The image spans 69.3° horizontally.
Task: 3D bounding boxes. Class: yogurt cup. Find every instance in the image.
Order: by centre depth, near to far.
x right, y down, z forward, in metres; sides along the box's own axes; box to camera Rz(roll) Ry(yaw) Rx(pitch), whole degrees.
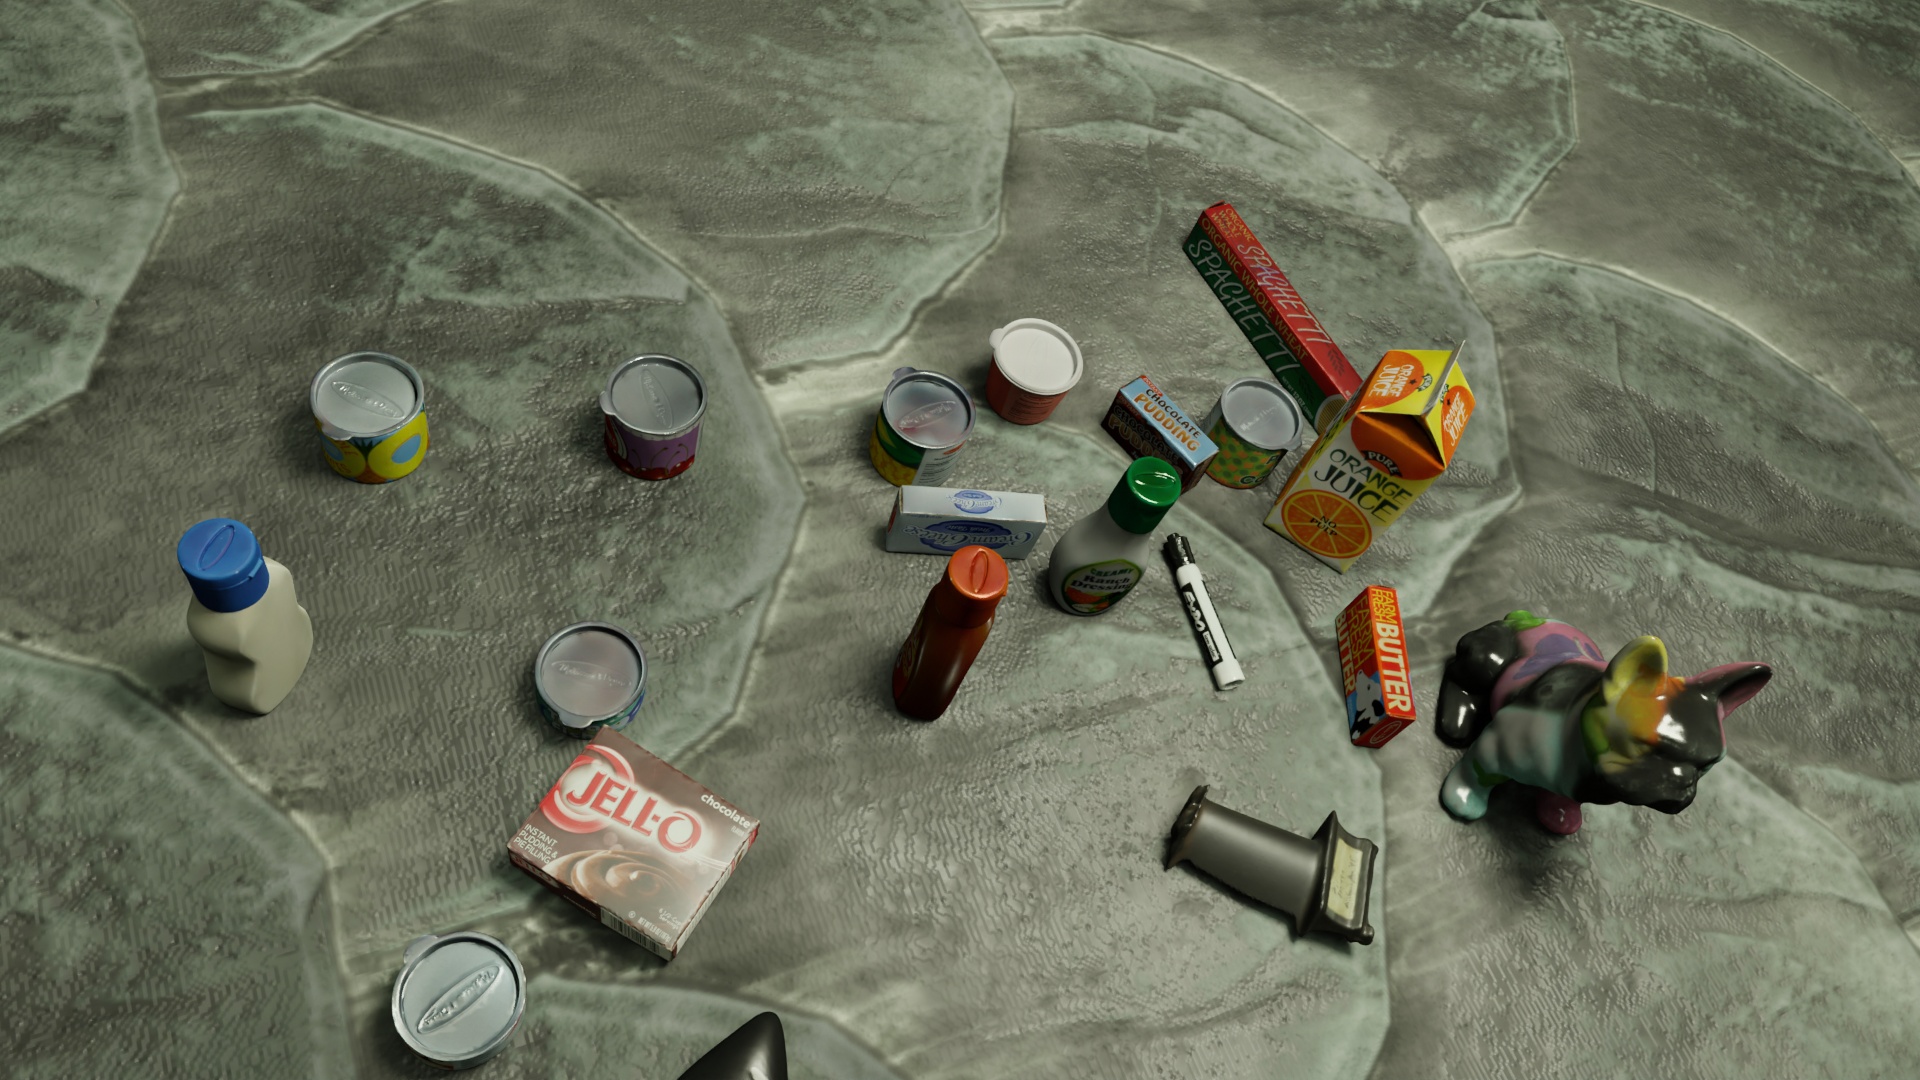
[{"bbox_3d":[0.051,-0.123,1.035,0.072,0.053,0.073,7,58,-12],"label":"yogurt cup"}]

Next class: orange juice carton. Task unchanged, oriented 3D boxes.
[{"bbox_3d":[0.297,-0.063,0.986,0.073,0.191,0.072,33,57,5],"label":"orange juice carton"}]

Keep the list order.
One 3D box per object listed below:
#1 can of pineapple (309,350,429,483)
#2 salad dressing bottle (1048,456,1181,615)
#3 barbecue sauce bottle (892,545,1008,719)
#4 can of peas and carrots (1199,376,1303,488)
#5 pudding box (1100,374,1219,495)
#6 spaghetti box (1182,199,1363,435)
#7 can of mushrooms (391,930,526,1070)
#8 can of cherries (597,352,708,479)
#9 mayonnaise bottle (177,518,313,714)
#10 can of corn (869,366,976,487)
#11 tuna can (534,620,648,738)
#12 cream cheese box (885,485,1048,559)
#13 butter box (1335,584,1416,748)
[{"bbox_3d":[-0.376,-0.077,0.882,0.071,0.057,0.071,7,58,-12],"label":"can of pineapple"},{"bbox_3d":[0.102,-0.002,0.920,0.064,0.147,0.044,4,59,-14],"label":"salad dressing bottle"},{"bbox_3d":[-0.006,0.054,0.855,0.044,0.147,0.065,16,57,-6],"label":"barbecue sauce bottle"},{"bbox_3d":[0.219,-0.080,1.054,0.071,0.058,0.071,7,58,-12],"label":"can of peas and carrots"},{"bbox_3d":[0.149,-0.078,1.038,0.030,0.049,0.084,-33,73,-30],"label":"pudding box"},{"bbox_3d":[0.263,-0.168,1.125,0.029,0.050,0.250,-20,67,-26],"label":"spaghetti box"},{"bbox_3d":[-0.266,0.242,0.736,0.071,0.033,0.071,7,58,-12],"label":"can of mushrooms"},{"bbox_3d":[-0.208,-0.083,0.934,0.071,0.058,0.072,7,58,-12],"label":"can of cherries"},{"bbox_3d":[-0.389,0.039,0.754,0.041,0.147,0.065,20,57,-4],"label":"mayonnaise bottle"},{"bbox_3d":[-0.029,-0.079,0.983,0.071,0.058,0.071,7,58,-12],"label":"can of corn"},{"bbox_3d":[-0.225,0.087,0.842,0.071,0.032,0.071,7,58,-12],"label":"tuna can"},{"bbox_3d":[0.003,-0.012,0.954,0.104,0.053,0.024,3,59,-14],"label":"cream cheese box"},{"bbox_3d":[0.291,0.088,0.977,0.024,0.053,0.104,9,58,-11],"label":"butter box"}]
